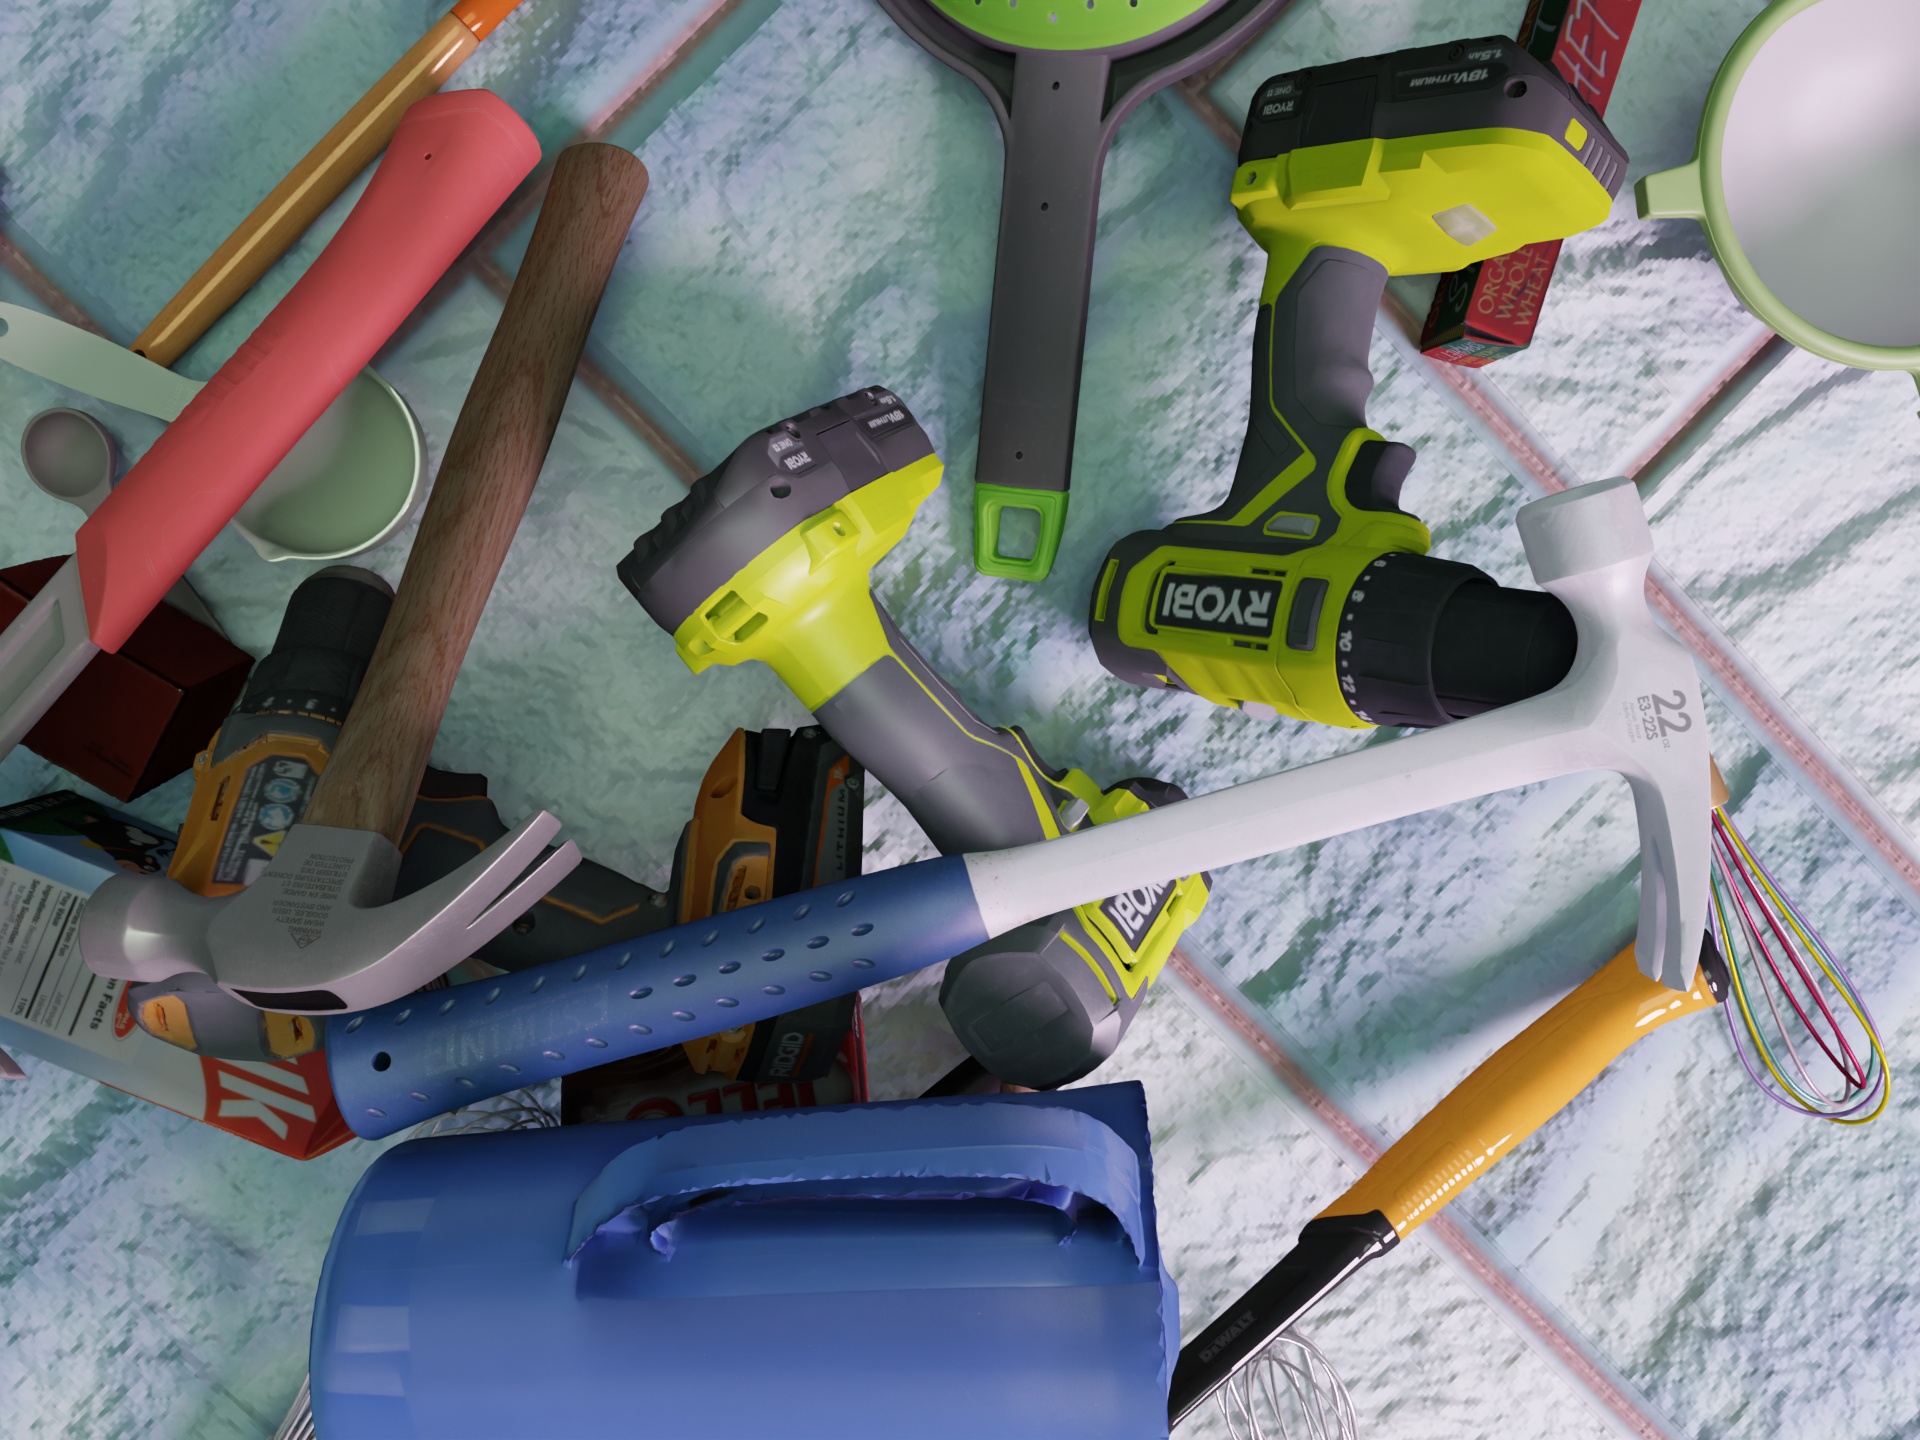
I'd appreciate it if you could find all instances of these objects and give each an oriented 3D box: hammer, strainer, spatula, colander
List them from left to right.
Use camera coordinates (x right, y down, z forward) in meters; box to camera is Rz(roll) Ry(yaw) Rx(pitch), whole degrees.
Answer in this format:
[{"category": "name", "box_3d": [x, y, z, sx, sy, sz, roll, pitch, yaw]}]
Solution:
[{"category": "hammer", "box_3d": [-0.255, -0.066, 0.527, 0.149, 0.036, 0.359, 33, 77, 10]}, {"category": "spatula", "box_3d": [-0.201, -0.240, 0.582, 0.081, 0.041, 0.322, 44, 90, -7]}, {"category": "hammer", "box_3d": [-0.159, -0.064, 0.520, 0.130, 0.031, 0.332, 5, 62, 12]}, {"category": "hammer", "box_3d": [0.017, 0.054, 0.463, 0.405, 0.035, 0.144, -16, 89, 2]}, {"category": "colander", "box_3d": [0.028, -0.244, 0.550, 0.204, 0.094, 0.397, 9, 102, 17]}, {"category": "hammer", "box_3d": [0.165, 0.184, 0.622, 0.337, 0.127, 0.034, -35, 108, -12]}, {"category": "strainer", "box_3d": [0.373, -0.251, 0.615, 0.151, 0.069, 0.256, 33, 90, -4]}]

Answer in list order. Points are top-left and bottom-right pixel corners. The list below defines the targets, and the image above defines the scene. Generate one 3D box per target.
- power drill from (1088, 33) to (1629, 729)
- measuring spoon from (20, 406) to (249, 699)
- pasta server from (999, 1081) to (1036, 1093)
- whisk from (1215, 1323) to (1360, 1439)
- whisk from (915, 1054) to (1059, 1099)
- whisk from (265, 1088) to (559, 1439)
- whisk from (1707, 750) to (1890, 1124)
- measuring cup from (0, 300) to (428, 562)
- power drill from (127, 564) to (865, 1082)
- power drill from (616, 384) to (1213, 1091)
[{"category": "power drill", "box_3d": [0.150, -0.108, 0.555, 0.080, 0.191, 0.228, 16, 87, -43]}, {"category": "measuring spoon", "box_3d": [-0.305, -0.062, 0.600, 0.034, 0.018, 0.124, -28, 103, 11]}, {"category": "pasta server", "box_3d": [0.021, 0.202, 0.571, 0.040, 0.060, 0.316, 2, 66, 15]}, {"category": "whisk", "box_3d": [0.162, 0.352, 0.651, 0.058, 0.059, 0.246, -15, 101, 33]}, {"category": "whisk", "box_3d": [-0.060, 0.190, 0.616, 0.296, 0.073, 0.073, -32, 96, -8]}, {"category": "whisk", "box_3d": [-0.241, 0.257, 0.607, 0.070, 0.070, 0.284, 35, 95, -6]}, {"category": "whisk", "box_3d": [0.314, 0.053, 0.644, 0.051, 0.047, 0.245, -26, 92, -1]}, {"category": "measuring cup", "box_3d": [-0.277, -0.113, 0.583, 0.167, 0.038, 0.083, 22, 90, -7]}, {"category": "power drill", "box_3d": [-0.151, 0.034, 0.565, 0.226, 0.084, 0.186, 8, 53, -12]}, {"category": "power drill", "box_3d": [-0.001, -0.002, 0.563, 0.080, 0.171, 0.223, -36, 93, 31]}]
